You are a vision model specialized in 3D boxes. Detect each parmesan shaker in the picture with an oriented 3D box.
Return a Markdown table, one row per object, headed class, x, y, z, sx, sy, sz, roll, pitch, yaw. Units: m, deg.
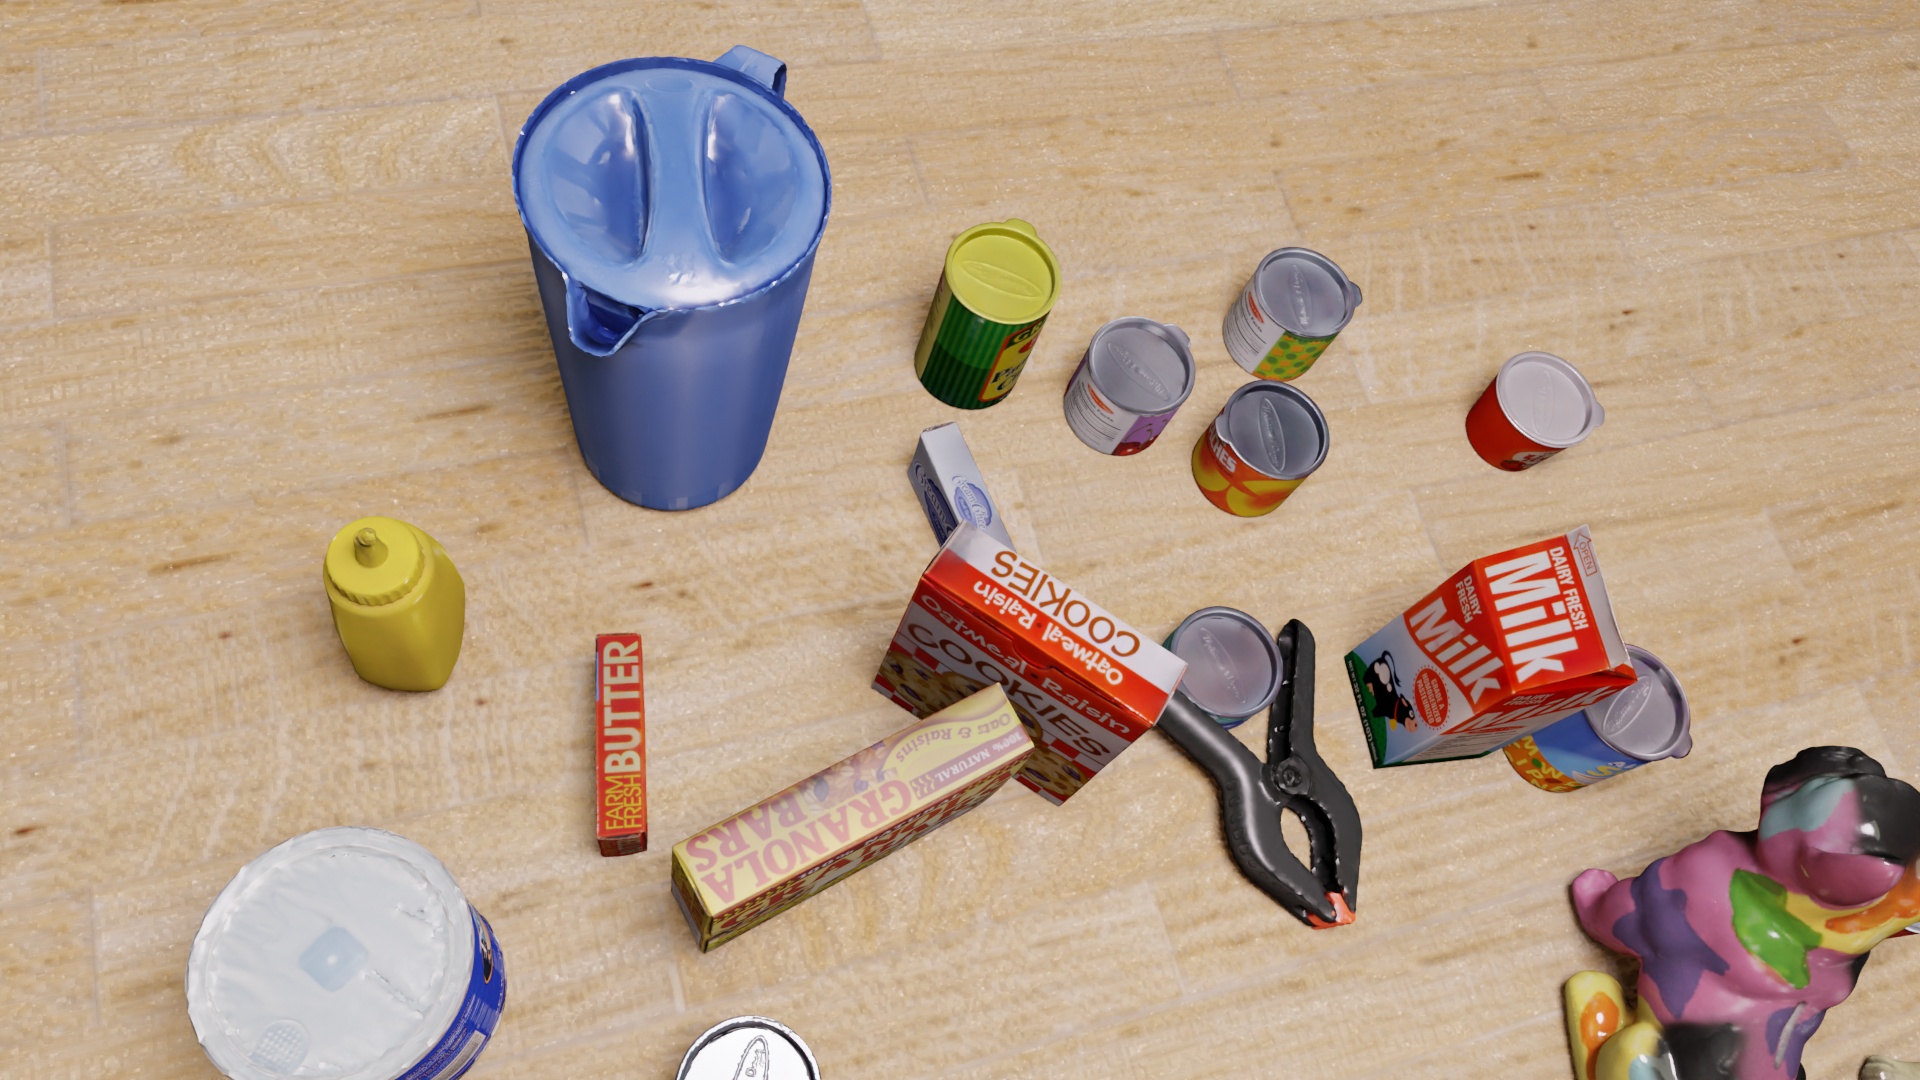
| class | x | y | z | sx | sy | sz | roll | pitch | yaw |
| --- | --- | --- | --- | --- | --- | --- | --- | --- | --- |
| parmesan shaker | 0.015 | -0.130 | 0.810 | 0.071 | 0.102 | 0.071 | 5 | 66 | -10 |

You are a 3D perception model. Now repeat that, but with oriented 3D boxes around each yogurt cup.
| class | x | y | z | sx | sy | sz | roll | pitch | yaw |
| --- | --- | --- | --- | --- | --- | --- | --- | --- | --- |
| yogurt cup | 0.362 | -0.080 | 0.890 | 0.072 | 0.053 | 0.072 | 5 | 66 | -10 |

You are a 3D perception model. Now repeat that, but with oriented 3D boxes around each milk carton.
| class | x | y | z | sx | sy | sz | roll | pitch | yaw |
| --- | --- | --- | --- | --- | --- | --- | --- | --- | --- |
| milk carton | 0.285 | 0.061 | 0.736 | 0.073 | 0.189 | 0.072 | -3 | 68 | -13 |

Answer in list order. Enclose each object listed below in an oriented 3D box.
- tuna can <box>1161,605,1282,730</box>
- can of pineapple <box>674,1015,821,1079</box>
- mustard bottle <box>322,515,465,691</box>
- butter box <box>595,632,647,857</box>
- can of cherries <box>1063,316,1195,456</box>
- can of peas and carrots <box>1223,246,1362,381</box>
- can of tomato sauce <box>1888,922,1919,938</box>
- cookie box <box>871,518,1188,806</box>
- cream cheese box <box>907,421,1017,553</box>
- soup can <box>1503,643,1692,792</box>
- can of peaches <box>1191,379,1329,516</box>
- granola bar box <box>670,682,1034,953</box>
| class | x | y | z | sx | sy | sz | roll | pitch | yaw |
| --- | --- | --- | --- | --- | --- | --- | --- | --- | --- |
| tuna can | 0.143 | 0.074 | 0.787 | 0.071 | 0.032 | 0.071 | 5 | 66 | -10 |
| can of pineapple | -0.098 | 0.257 | 0.640 | 0.071 | 0.057 | 0.071 | 5 | 66 | -10 |
| mustard bottle | -0.266 | 0.024 | 0.650 | 0.049 | 0.159 | 0.065 | 7 | 66 | -9 |
| butter box | -0.170 | 0.103 | 0.695 | 0.024 | 0.053 | 0.104 | -1 | 67 | -13 |
| can of cherries | 0.103 | -0.093 | 0.838 | 0.071 | 0.058 | 0.072 | 5 | 66 | -10 |
| can of peas and carrots | 0.210 | -0.143 | 0.883 | 0.071 | 0.058 | 0.071 | 5 | 66 | -10 |
| can of tomato sauce | 0.500 | 0.193 | 0.783 | 0.071 | 0.082 | 0.071 | 5 | 66 | -10 |
| cookie box | 0.026 | 0.068 | 0.690 | 0.123 | 0.166 | 0.040 | 32 | 64 | 3 |
| cream cheese box | 0.003 | -0.010 | 0.782 | 0.024 | 0.053 | 0.104 | -18 | 72 | -19 |
| soup can | 0.361 | 0.105 | 0.792 | 0.071 | 0.083 | 0.071 | 5 | 66 | -10 |
| can of peaches | 0.177 | -0.055 | 0.837 | 0.071 | 0.057 | 0.071 | 5 | 66 | -10 |
| granola bar box | -0.055 | 0.136 | 0.666 | 0.166 | 0.123 | 0.039 | -25 | 74 | -21 |
